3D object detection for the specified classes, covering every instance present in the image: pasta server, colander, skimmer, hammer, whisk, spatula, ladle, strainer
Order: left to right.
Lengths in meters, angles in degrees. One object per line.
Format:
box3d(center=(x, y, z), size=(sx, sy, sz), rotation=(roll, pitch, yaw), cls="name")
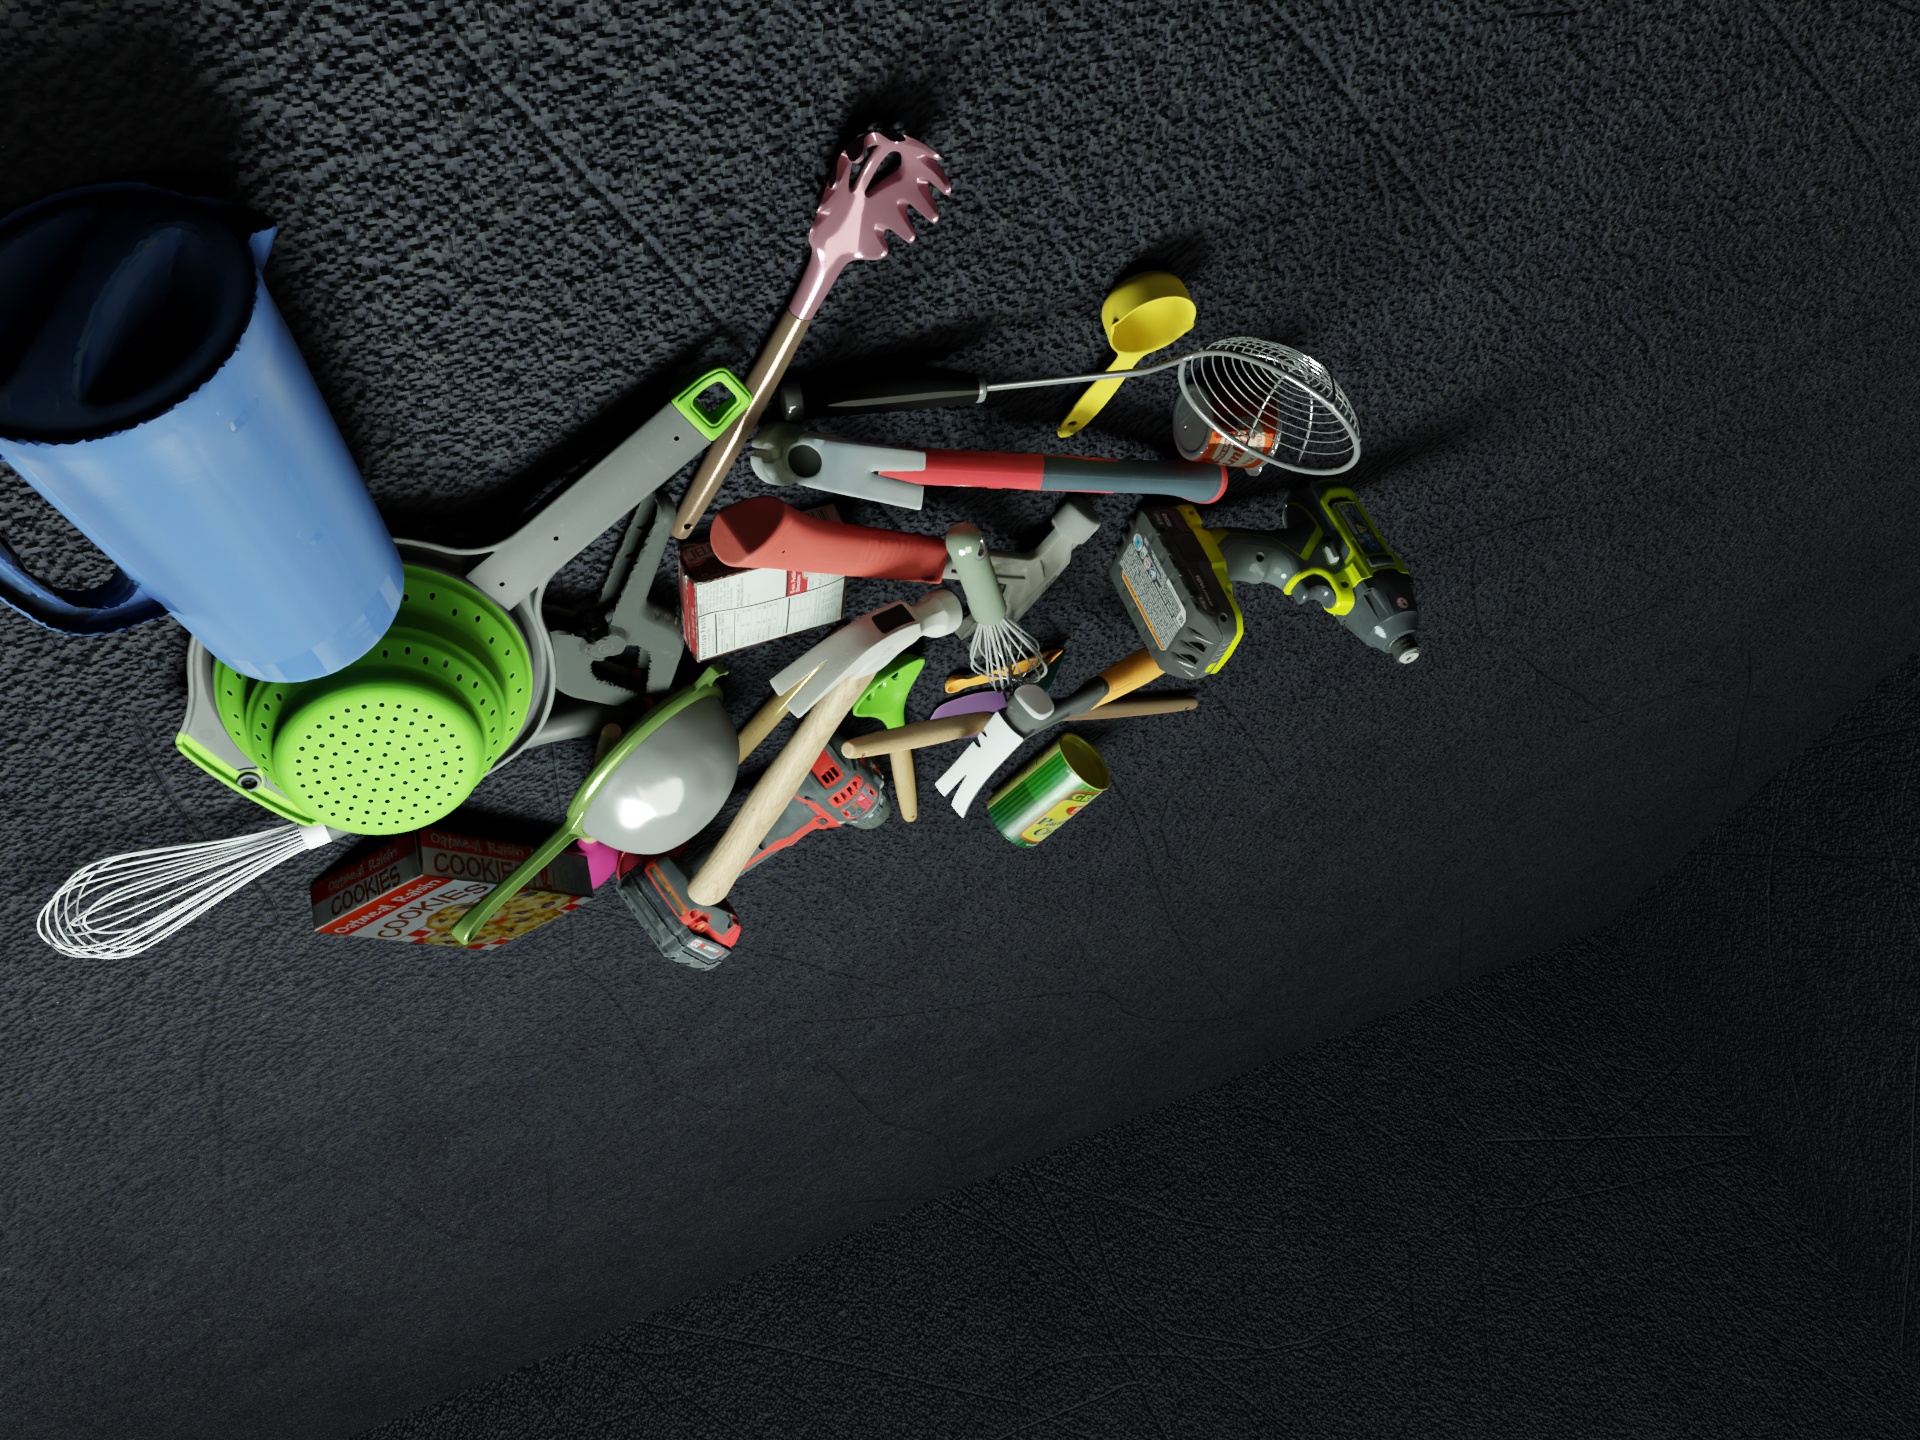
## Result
box3d(center=(-0.466, 0.085, 1.066), size=(0.284, 0.070, 0.070), rotation=(-23, 154, -19), cls="whisk")
box3d(center=(-0.269, -0.051, 0.895), size=(0.397, 0.095, 0.204), rotation=(-37, 131, 10), cls="colander")
box3d(center=(-0.305, 0.013, 1.091), size=(0.239, 0.055, 0.055), rotation=(-17, 152, -27), cls="whisk")
box3d(center=(-0.240, 0.080, 1.120), size=(0.256, 0.069, 0.151), rotation=(-45, 172, -27), cls="strainer")
box3d(center=(-0.181, 0.030, 1.254), size=(0.315, 0.031, 0.069), rotation=(-45, 157, 29), cls="ladle")
box3d(center=(-0.100, -0.205, 0.894), size=(0.060, 0.040, 0.316), rotation=(8, 140, -31), cls="pasta server")
box3d(center=(-0.121, 0.033, 1.123), size=(0.130, 0.031, 0.331), rotation=(-23, 158, -46), cls="hammer")
box3d(center=(-0.040, -0.103, 1.059), size=(0.149, 0.037, 0.359), rotation=(-46, 158, 25), cls="hammer")
box3d(center=(-0.002, -0.004, 1.229), size=(0.082, 0.044, 0.317), rotation=(-46, 162, 27), cls="spatula")
box3d(center=(0.021, -0.074, 1.113), size=(0.059, 0.058, 0.246), rotation=(7, 160, 13), cls="whisk")
box3d(center=(0.060, -0.161, 1.040), size=(0.386, 0.143, 0.038), rotation=(-6, 107, -43), cls="hammer")
box3d(center=(0.101, -0.010, 1.446), size=(0.315, 0.018, 0.059), rotation=(-4, 139, -37), cls="spatula")
box3d(center=(0.073, -0.182, 0.984), size=(0.363, 0.090, 0.127), rotation=(-8, 180, -16), cls="skimmer")
box3d(center=(0.112, -0.021, 1.298), size=(0.337, 0.034, 0.127), rotation=(-26, 161, -50), cls="hammer")

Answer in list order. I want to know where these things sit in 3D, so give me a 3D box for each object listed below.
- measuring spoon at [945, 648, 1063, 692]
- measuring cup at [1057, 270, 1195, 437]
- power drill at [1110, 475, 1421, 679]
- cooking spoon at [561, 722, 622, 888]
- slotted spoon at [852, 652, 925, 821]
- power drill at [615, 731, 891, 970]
box3d(center=(0.037, -0.045, 1.338), size=(0.117, 0.011, 0.021), rotation=(-17, 155, -25), cls="measuring spoon")
box3d(center=(0.097, -0.238, 1.038), size=(0.062, 0.029, 0.156), rotation=(-8, 160, -28), cls="measuring cup")
box3d(center=(0.246, -0.106, 1.239), size=(0.223, 0.171, 0.080), rotation=(-9, 149, -25), cls="power drill")
box3d(center=(-0.284, 0.078, 1.224), size=(0.068, 0.017, 0.318), rotation=(-14, 158, -24), cls="cooking spoon")
box3d(center=(-0.054, 0.022, 1.354), size=(0.070, 0.031, 0.313), rotation=(-36, 158, -14), cls="slotted spoon")
box3d(center=(-0.156, 0.107, 1.333), size=(0.226, 0.080, 0.187), rotation=(-40, 162, -2), cls="power drill")
